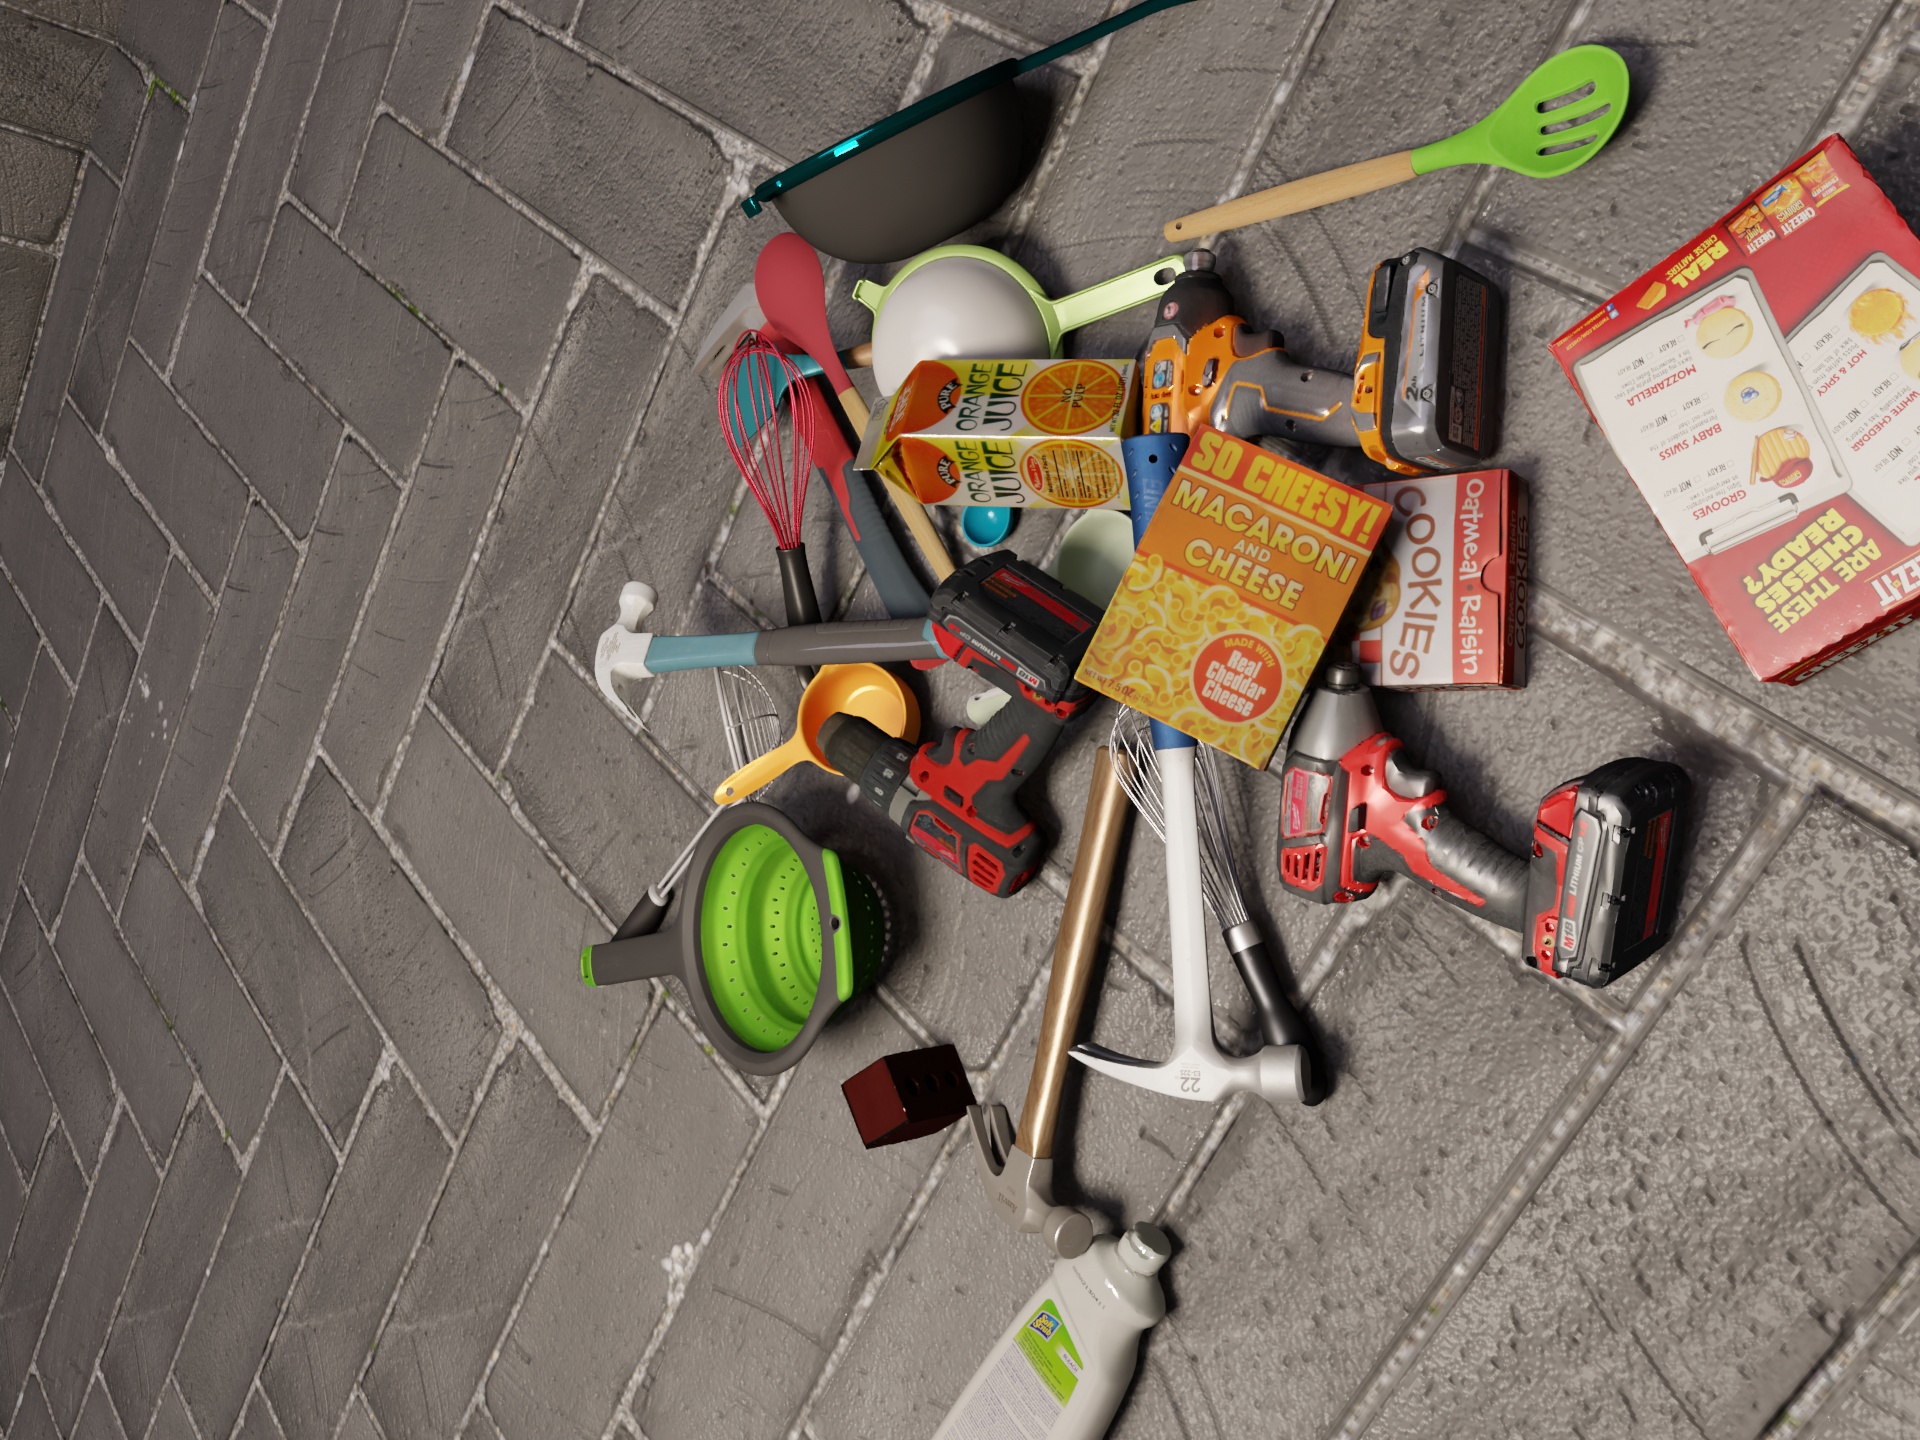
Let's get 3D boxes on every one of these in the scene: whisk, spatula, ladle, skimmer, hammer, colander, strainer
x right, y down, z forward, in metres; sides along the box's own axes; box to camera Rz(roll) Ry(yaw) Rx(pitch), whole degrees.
[{"bbox_3d":[0.093,-0.035,1.085,0.246,0.058,0.059,-18,105,43],"label":"whisk"},{"bbox_3d":[-0.135,-0.153,1.231,0.073,0.073,0.295,11,118,41],"label":"whisk"},{"bbox_3d":[-0.056,-0.279,1.213,0.317,0.044,0.082,-7,80,26],"label":"spatula"},{"bbox_3d":[-0.073,-0.223,1.191,0.069,0.031,0.315,-30,89,41],"label":"ladle"},{"bbox_3d":[-0.254,0.101,1.347,0.363,0.090,0.127,-51,37,28],"label":"skimmer"},{"bbox_3d":[0.164,0.107,1.004,0.070,0.070,0.285,-33,71,35],"label":"whisk"},{"bbox_3d":[0.127,0.028,0.975,0.144,0.035,0.405,-5,87,23],"label":"hammer"},{"bbox_3d":[0.072,0.180,1.081,0.130,0.031,0.331,13,91,59],"label":"hammer"},{"bbox_3d":[-0.178,0.180,1.280,0.397,0.094,0.204,-17,77,47],"label":"colander"},{"bbox_3d":[0.038,-0.270,1.107,0.256,0.069,0.151,-14,103,30],"label":"strainer"},{"bbox_3d":[-0.107,-0.195,1.276,0.143,0.038,0.387,-42,61,32],"label":"hammer"},{"bbox_3d":[-0.139,-0.057,1.203,0.331,0.033,0.128,-2,59,27],"label":"hammer"},{"bbox_3d":[0.021,-0.410,1.135,0.340,0.211,0.095,-19,110,18],"label":"strainer"}]

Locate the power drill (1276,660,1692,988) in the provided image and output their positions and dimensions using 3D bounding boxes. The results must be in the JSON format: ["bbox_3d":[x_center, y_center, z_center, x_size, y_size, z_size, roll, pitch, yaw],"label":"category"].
[{"bbox_3d":[0.276,0.052,0.884,0.220,0.078,0.143,17,113,44],"label":"power drill"}]

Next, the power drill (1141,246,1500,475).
[{"bbox_3d":[0.207,-0.222,0.975,0.226,0.084,0.164,2,88,45],"label":"power drill"}]

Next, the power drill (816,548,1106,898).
[{"bbox_3d":[-0.002,-0.003,1.086,0.188,0.080,0.226,34,130,17],"label":"power drill"}]

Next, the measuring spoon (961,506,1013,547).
[{"bbox_3d":[0.050,-0.178,1.155,0.128,0.021,0.042,-50,60,16],"label":"measuring spoon"}]

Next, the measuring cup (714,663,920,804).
[{"bbox_3d":[-0.109,0.021,1.221,0.173,0.052,0.095,-30,76,15],"label":"measuring cup"}]

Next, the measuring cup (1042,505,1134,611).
[{"bbox_3d":[0.072,-0.095,1.112,0.167,0.038,0.083,-14,78,42],"label":"measuring cup"}]

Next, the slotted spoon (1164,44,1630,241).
[{"bbox_3d":[0.256,-0.338,0.975,0.314,0.031,0.070,-3,85,43],"label":"slotted spoon"}]
